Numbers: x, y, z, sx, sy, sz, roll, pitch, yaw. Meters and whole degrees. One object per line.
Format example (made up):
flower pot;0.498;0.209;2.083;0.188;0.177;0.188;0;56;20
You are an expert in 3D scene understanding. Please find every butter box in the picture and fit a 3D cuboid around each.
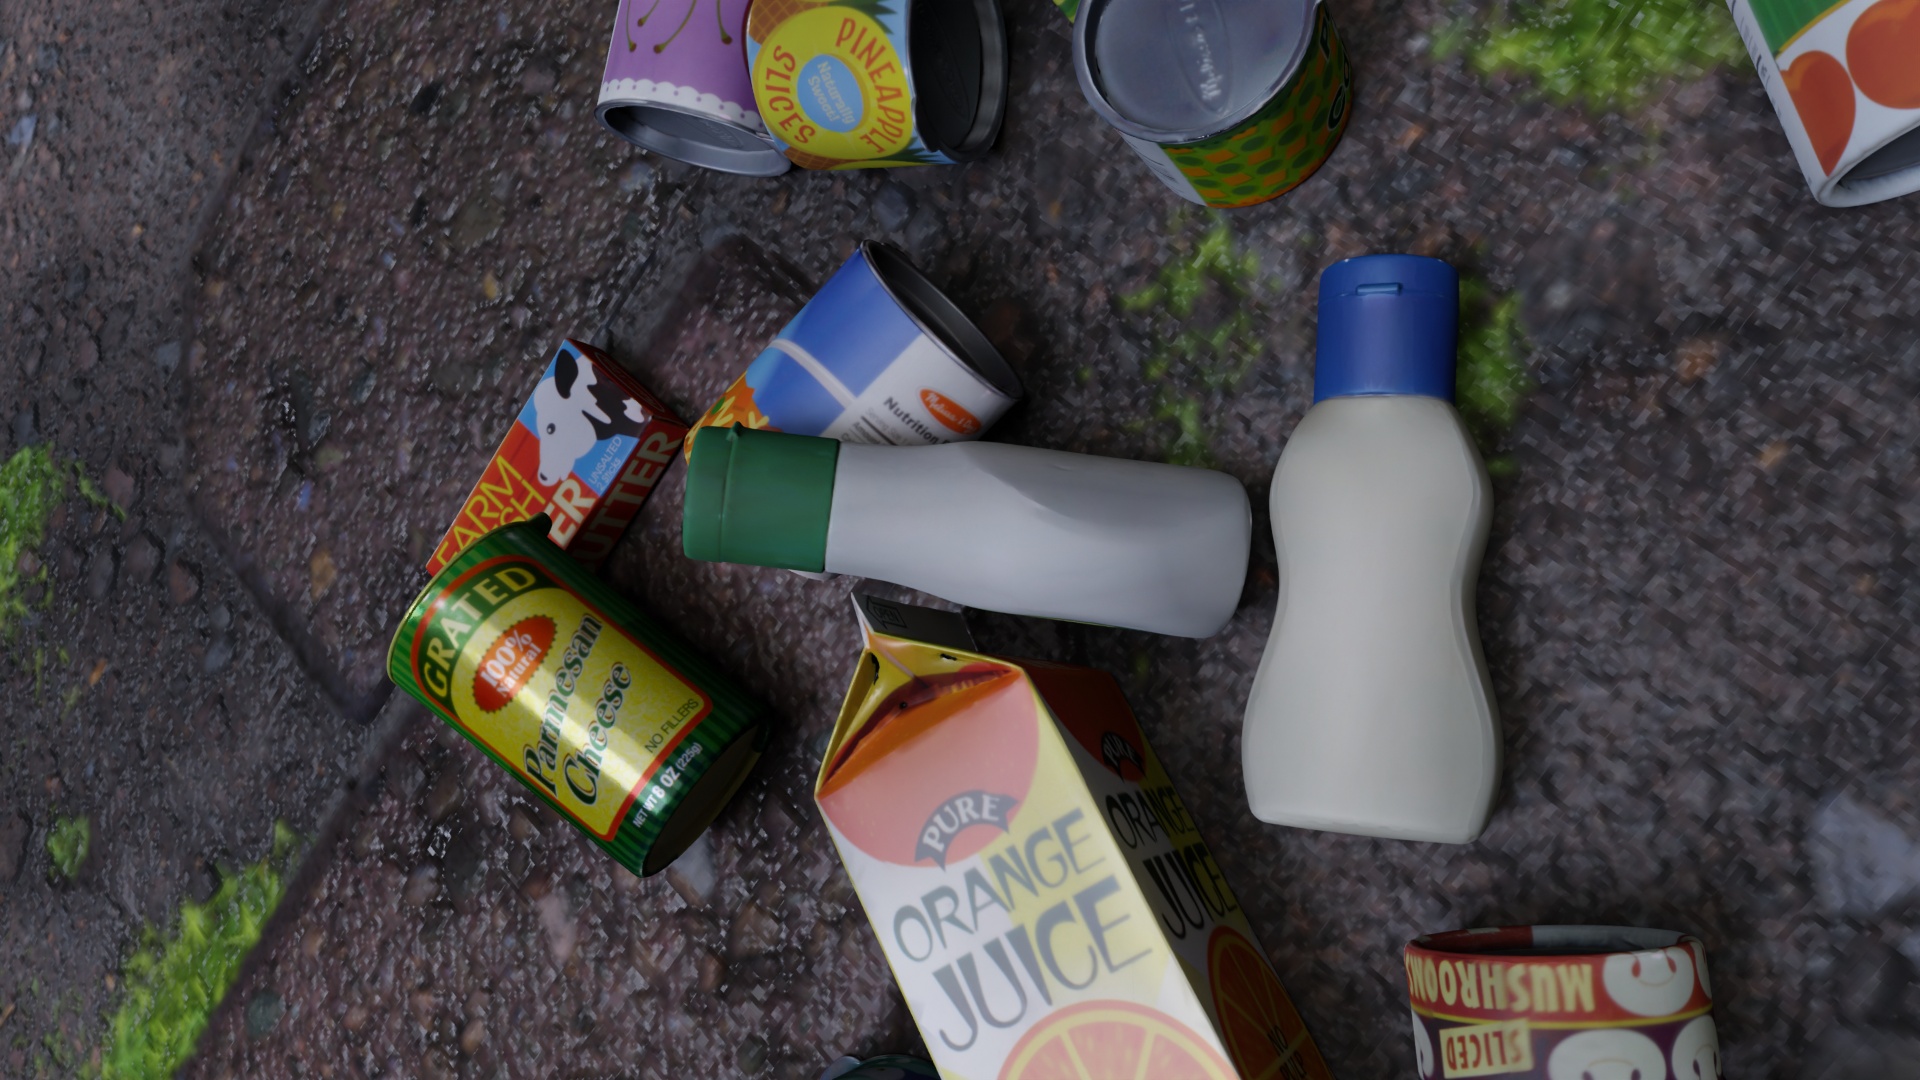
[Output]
butter box;-0.146;-0.015;0.499;0.053;0.024;0.103;39;101;25

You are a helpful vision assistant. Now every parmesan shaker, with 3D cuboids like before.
parmesan shaker;-0.117;0.048;0.442;0.103;0.071;0.071;36;100;9

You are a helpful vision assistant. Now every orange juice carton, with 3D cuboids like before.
orange juice carton;0.027;0.099;0.375;0.073;0.072;0.193;-34;71;18

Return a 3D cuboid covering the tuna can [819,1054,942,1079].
tuna can;-0.025;0.188;0.411;0.071;0.033;0.071;-3;83;25

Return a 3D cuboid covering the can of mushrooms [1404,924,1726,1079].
can of mushrooms;0.137;0.109;0.321;0.071;0.071;0.033;-8;79;25

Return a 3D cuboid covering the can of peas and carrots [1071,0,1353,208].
can of peas and carrots;0.074;-0.134;0.388;0.071;0.059;0.071;-3;83;25

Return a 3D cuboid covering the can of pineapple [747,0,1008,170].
can of pineapple;-0.025;-0.149;0.432;0.058;0.071;0.071;4;86;27

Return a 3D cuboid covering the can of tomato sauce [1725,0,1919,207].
can of tomato sauce;0.214;-0.129;0.314;0.071;0.071;0.083;-21;76;22

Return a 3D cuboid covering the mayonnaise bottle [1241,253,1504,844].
mayonnaise bottle;0.110;0.001;0.365;0.065;0.041;0.148;2;83;24

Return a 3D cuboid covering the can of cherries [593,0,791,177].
can of cherries;-0.080;-0.160;0.462;0.071;0.071;0.058;11;88;27

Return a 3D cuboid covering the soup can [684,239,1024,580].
soup can;-0.034;-0.040;0.426;0.083;0.071;0.071;-44;68;16

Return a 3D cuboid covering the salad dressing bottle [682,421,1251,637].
salad dressing bottle;0.001;-0.005;0.377;0.148;0.064;0.043;7;110;-5

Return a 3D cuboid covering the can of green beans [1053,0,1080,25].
can of green beans;0.039;-0.192;0.407;0.057;0.071;0.071;-38;69;18
